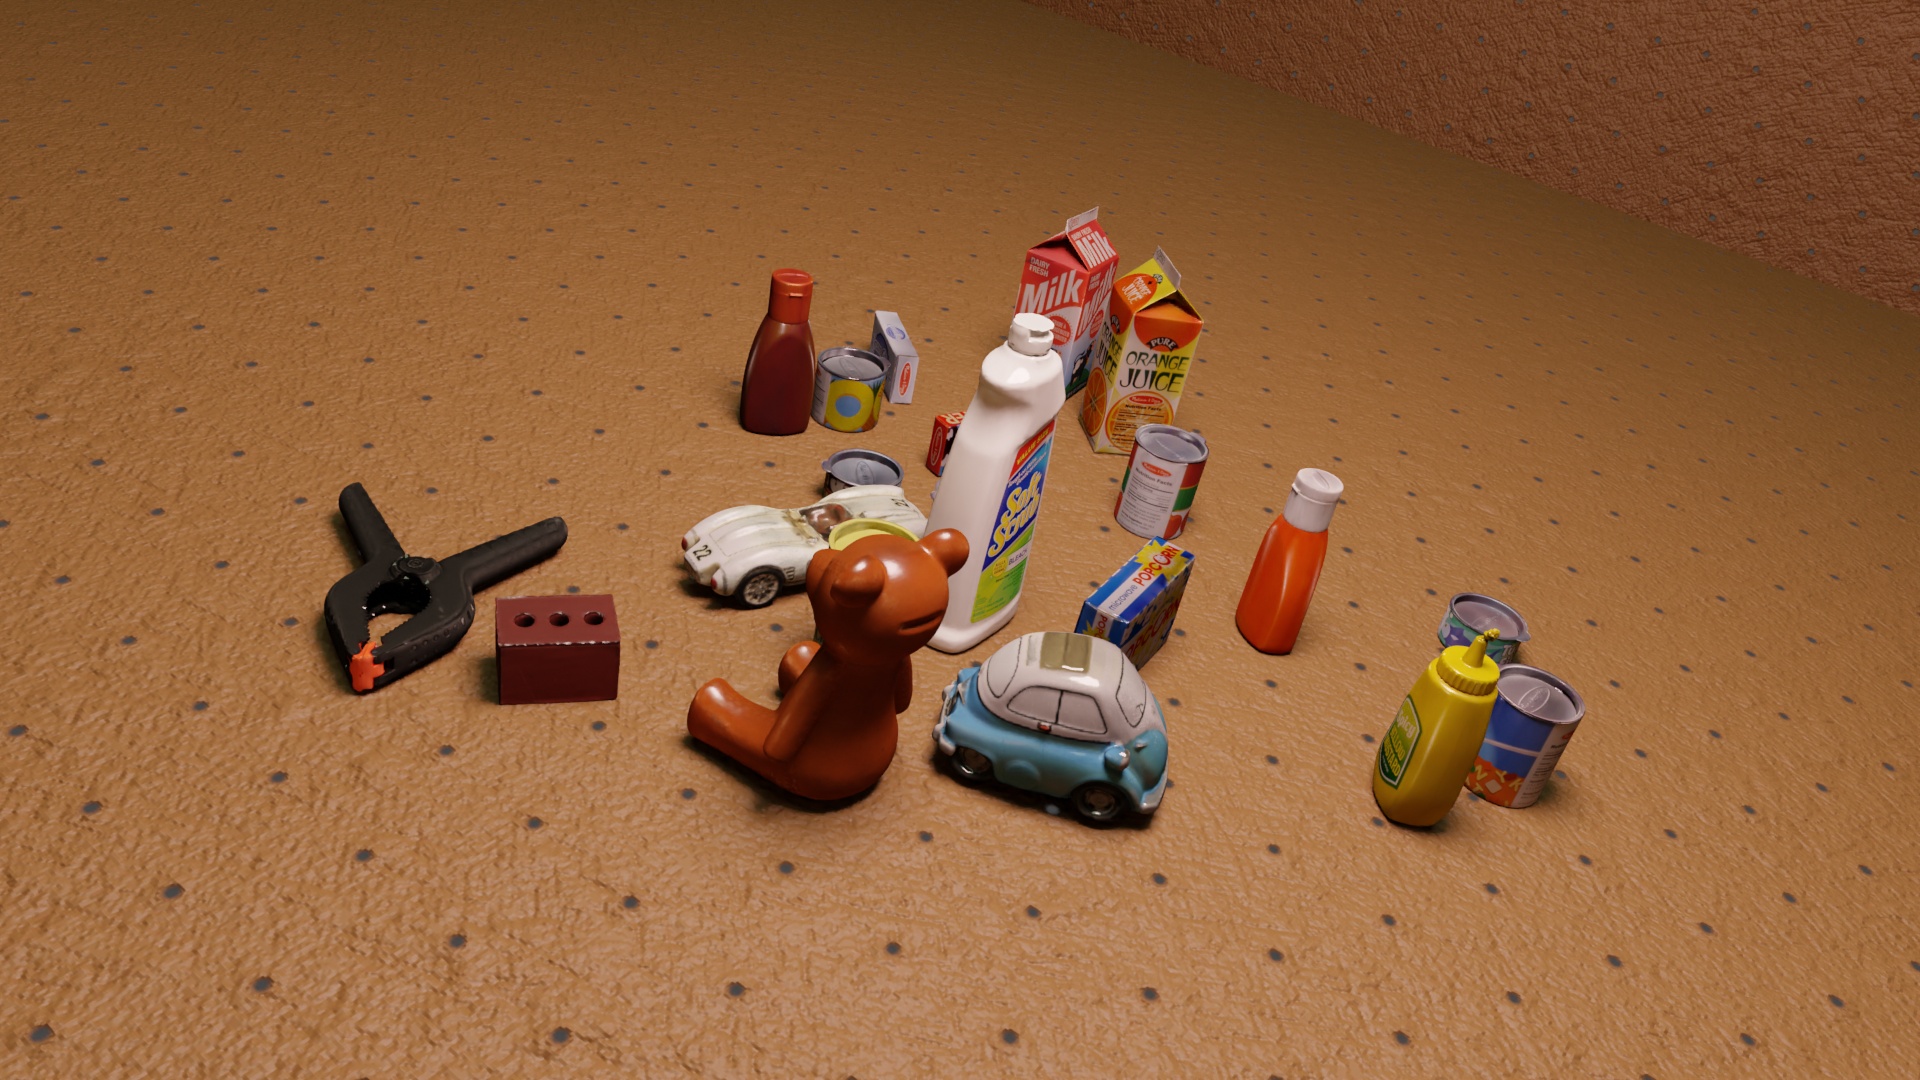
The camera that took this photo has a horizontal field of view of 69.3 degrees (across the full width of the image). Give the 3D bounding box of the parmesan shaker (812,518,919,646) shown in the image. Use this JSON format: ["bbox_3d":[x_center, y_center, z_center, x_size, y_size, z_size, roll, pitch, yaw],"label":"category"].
[{"bbox_3d":[-0.065,0.046,0.979,0.071,0.102,0.072,9,32,-6],"label":"parmesan shaker"}]

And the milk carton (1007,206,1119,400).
[{"bbox_3d":[0.104,-0.242,1.409,0.073,0.189,0.073,26,34,20],"label":"milk carton"}]

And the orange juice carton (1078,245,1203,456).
[{"bbox_3d":[0.176,-0.180,1.335,0.073,0.191,0.072,4,33,-14],"label":"orange juice carton"}]

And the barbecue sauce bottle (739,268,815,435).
[{"bbox_3d":[-0.158,-0.167,1.238,0.065,0.147,0.044,-1,34,-21],"label":"barbecue sauce bottle"}]

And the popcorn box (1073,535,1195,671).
[{"bbox_3d":[0.125,0.061,1.039,0.038,0.084,0.127,26,34,21],"label":"popcorn box"}]

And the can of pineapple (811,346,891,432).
[{"bbox_3d":[-0.103,-0.141,1.302,0.071,0.057,0.071,9,32,-6],"label":"can of pineapple"}]

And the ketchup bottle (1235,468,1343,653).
[{"bbox_3d":[0.261,0.015,1.100,0.043,0.148,0.065,3,33,-15],"label":"ketchup bottle"}]

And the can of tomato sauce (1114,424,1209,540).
[{"bbox_3d":[0.179,-0.052,1.238,0.071,0.082,0.071,9,32,-6],"label":"can of tomato sauce"}]

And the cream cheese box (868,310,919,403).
[{"bbox_3d":[-0.068,-0.184,1.386,0.024,0.053,0.104,1,34,-18],"label":"cream cheese box"}]

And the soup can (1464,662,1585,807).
[{"bbox_3d":[0.403,0.141,1.013,0.071,0.083,0.072,9,32,-6],"label":"soup can"}]

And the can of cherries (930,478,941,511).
[{"bbox_3d":[0.004,-0.014,1.140,0.071,0.058,0.072,9,32,-6],"label":"can of cherries"}]

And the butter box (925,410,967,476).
[{"bbox_3d":[0.018,-0.094,1.275,0.104,0.052,0.024,-14,40,-36],"label":"butter box"}]

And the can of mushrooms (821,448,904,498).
[{"bbox_3d":[-0.086,-0.049,1.186,0.071,0.033,0.071,9,32,-6],"label":"can of mushrooms"}]

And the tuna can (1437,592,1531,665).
[{"bbox_3d":[0.443,0.077,1.175,0.071,0.032,0.071,9,32,-6],"label":"tuna can"}]

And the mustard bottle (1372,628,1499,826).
[{"bbox_3d":[0.329,0.121,0.946,0.049,0.159,0.065,9,32,-5],"label":"mustard bottle"}]
